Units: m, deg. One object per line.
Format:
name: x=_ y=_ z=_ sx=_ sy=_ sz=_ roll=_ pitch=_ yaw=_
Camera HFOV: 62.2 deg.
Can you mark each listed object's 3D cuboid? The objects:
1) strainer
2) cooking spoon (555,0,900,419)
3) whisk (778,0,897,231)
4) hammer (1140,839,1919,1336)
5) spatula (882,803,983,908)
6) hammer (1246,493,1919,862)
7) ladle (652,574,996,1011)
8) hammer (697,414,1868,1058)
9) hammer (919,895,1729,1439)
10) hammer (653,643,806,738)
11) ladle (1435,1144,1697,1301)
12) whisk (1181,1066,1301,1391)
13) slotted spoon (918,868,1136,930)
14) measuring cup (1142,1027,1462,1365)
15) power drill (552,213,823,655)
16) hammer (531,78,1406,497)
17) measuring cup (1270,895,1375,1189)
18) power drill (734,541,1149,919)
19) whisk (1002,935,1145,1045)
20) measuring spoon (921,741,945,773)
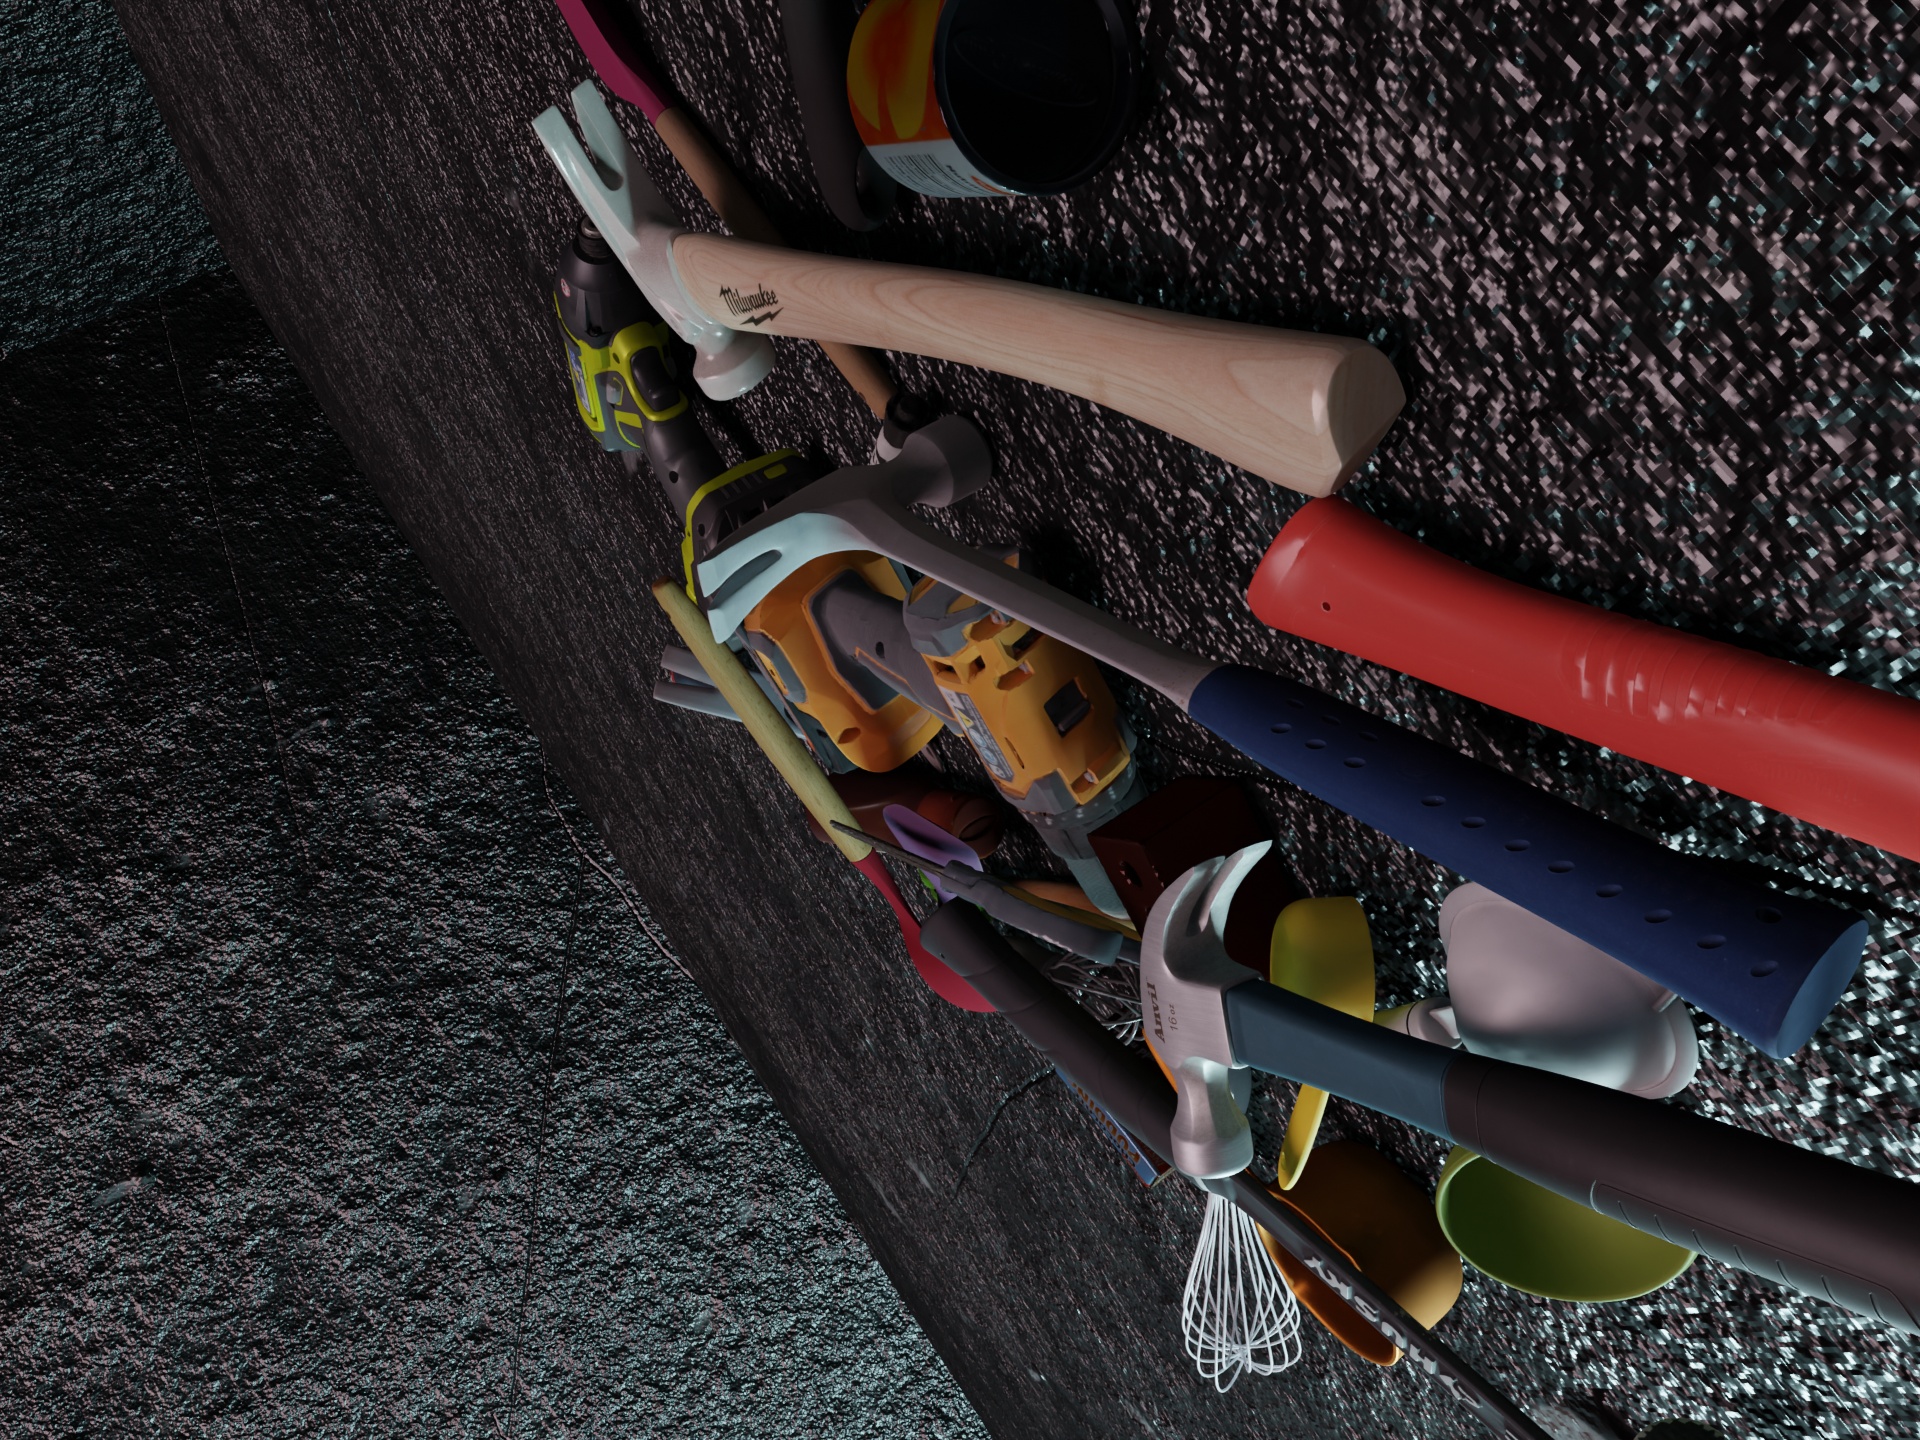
strainer: x=0.168 y=0.107 z=0.548 sx=0.087 sy=0.050 sz=0.258 roll=48 pitch=163 yaw=6
cooking spoon: x=-0.121 y=-0.260 z=0.735 sx=0.319 sy=0.017 sz=0.068 roll=54 pitch=170 yaw=14
whisk: x=-0.058 y=-0.279 z=0.494 sx=0.073 sy=0.073 sz=0.295 roll=45 pitch=162 yaw=35
hammer: x=0.154 y=0.112 z=0.447 sx=0.331 sy=0.033 sz=0.128 roll=7 pitch=111 yaw=62
spatula: x=-0.006 y=0.101 z=0.886 sx=0.060 sy=0.018 sz=0.315 roll=30 pitch=164 yaw=14
hammer: x=0.195 y=0.017 z=0.343 sx=0.359 sy=0.037 sz=0.149 roll=30 pitch=146 yaw=54
ladle: x=-0.063 y=0.049 z=0.819 sx=0.315 sy=0.031 sz=0.069 roll=56 pitch=167 yaw=-29
hammer: x=0.070 y=-0.010 z=0.509 sx=0.406 sy=0.144 sz=0.035 roll=31 pitch=141 yaw=42
hammer: x=0.116 y=0.192 z=0.644 sx=0.409 sy=0.036 sz=0.149 roll=37 pitch=152 yaw=40
hammer: x=-0.164 y=-0.026 z=1.077 sx=0.386 sy=0.143 sz=0.038 roll=-165 pitch=90 yaw=-69
ladle: x=0.229 y=0.150 z=0.392 sx=0.078 sy=0.062 sz=0.320 roll=42 pitch=168 yaw=-11
whisk: x=0.141 y=0.254 z=0.826 sx=0.070 sy=0.070 sz=0.284 roll=38 pitch=147 yaw=46
slotted spoon: x=0.040 y=0.094 z=0.864 sx=0.070 sy=0.031 sz=0.314 roll=56 pitch=161 yaw=-12
measuring cup: x=0.151 y=0.196 z=0.707 sx=0.174 sy=0.052 sz=0.095 roll=53 pitch=161 yaw=21
power drill: x=-0.156 y=-0.161 z=0.890 sx=0.223 sy=0.080 sz=0.171 roll=55 pitch=161 yaw=20
hammer: x=-0.022 y=-0.151 z=0.560 sx=0.411 sy=0.038 sz=0.146 roll=27 pitch=157 yaw=48
measuring cup: x=0.128 y=0.132 z=0.616 sx=0.062 sy=0.029 sz=0.156 roll=-92 pitch=5 yaw=-52
power drill: x=-0.001 y=-0.002 z=0.743 sx=0.226 sy=0.084 sz=0.185 roll=18 pitch=145 yaw=55
whisk: x=0.052 y=0.143 z=0.882 sx=0.055 sy=0.055 sz=0.239 roll=61 pitch=165 yaw=-7
measuring spoon: x=-0.036 y=-0.022 z=0.904 sx=0.124 sy=0.018 sz=0.034 roll=59 pitch=163 yaw=-22
